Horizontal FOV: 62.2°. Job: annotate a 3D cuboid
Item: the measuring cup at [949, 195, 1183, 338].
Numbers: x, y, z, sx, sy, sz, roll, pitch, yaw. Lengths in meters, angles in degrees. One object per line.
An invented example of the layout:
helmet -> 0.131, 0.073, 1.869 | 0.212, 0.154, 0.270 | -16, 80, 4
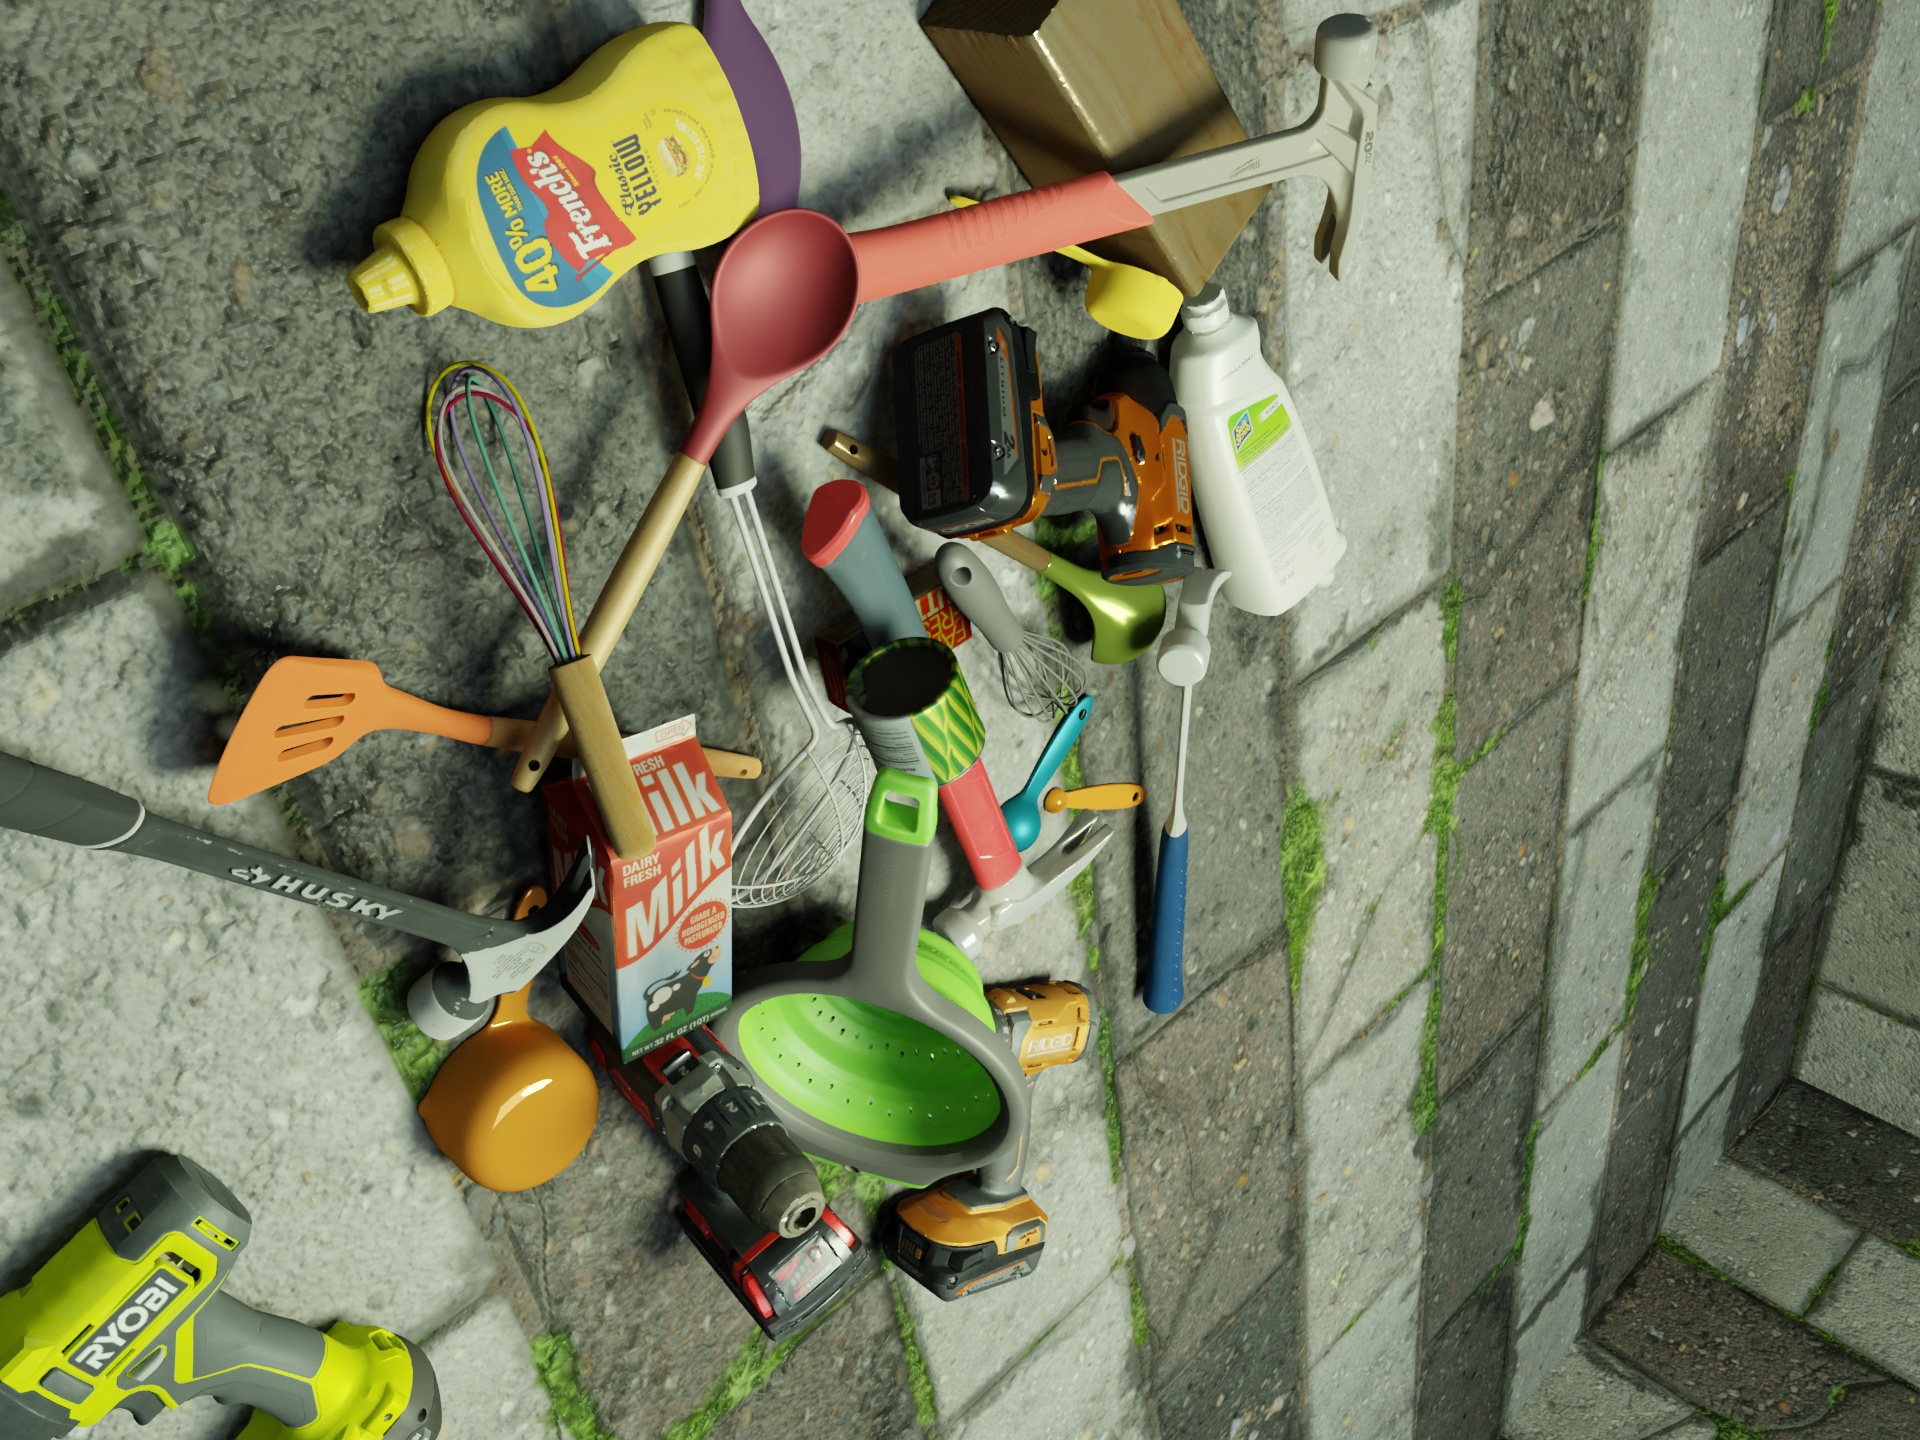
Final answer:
measuring cup -> 0.058, -0.261, 0.924 | 0.156, 0.062, 0.029 | 18, 91, -24

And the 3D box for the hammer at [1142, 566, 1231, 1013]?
hammer -> 0.166, 0.068, 1.207 | 0.144, 0.035, 0.405 | -68, 161, -49

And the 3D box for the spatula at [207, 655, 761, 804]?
spatula -> -0.219, 0.014, 0.810 | 0.322, 0.041, 0.081 | 11, 119, -50

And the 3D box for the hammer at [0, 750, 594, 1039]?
hammer -> -0.339, 0.048, 0.674 | 0.149, 0.036, 0.408 | -36, 140, 23

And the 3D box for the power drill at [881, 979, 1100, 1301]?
power drill -> 0.007, 0.305, 1.171 | 0.185, 0.084, 0.226 | 3, 104, -46

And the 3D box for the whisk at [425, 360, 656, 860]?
whisk -> -0.194, -0.048, 0.748 | 0.047, 0.051, 0.245 | -20, 103, -11

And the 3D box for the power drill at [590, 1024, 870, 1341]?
power drill -> -0.124, 0.273, 0.938 | 0.080, 0.188, 0.226 | -36, 137, -21

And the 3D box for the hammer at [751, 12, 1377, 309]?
hammer -> 0.055, -0.261, 0.847 | 0.359, 0.037, 0.149 | -19, 140, -11

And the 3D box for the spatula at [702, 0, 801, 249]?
spatula -> -0.115, -0.374, 0.729 | 0.060, 0.018, 0.315 | -32, 132, -31

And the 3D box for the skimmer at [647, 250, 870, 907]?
skimmer -> -0.125, -0.066, 0.856 | 0.127, 0.090, 0.363 | -42, 124, -49

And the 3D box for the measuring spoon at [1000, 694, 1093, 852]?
measuring spoon -> 0.065, 0.040, 1.130 | 0.042, 0.021, 0.128 | 34, 85, -47

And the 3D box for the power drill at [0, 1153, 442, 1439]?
power drill -> -0.382, 0.338, 0.790 | 0.171, 0.080, 0.223 | -47, 133, -19

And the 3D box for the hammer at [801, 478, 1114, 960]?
hammer -> -0.002, -0.003, 0.983 | 0.143, 0.038, 0.385 | -38, 137, -15

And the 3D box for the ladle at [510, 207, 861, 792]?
ladle -> -0.142, -0.104, 0.777 | 0.069, 0.031, 0.315 | 28, 93, -19

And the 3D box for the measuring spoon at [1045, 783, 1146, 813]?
measuring spoon -> 0.105, 0.059, 1.190 | 0.116, 0.011, 0.021 | 0, 110, -46

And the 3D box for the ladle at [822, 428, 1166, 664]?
ladle -> 0.026, -0.112, 1.005 | 0.319, 0.062, 0.078 | 24, 85, -42

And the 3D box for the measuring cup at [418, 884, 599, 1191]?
measuring cup -> -0.235, 0.178, 0.869 | 0.095, 0.052, 0.173 | -4, 115, -45

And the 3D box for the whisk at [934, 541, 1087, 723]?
whisk -> 0.031, -0.054, 0.990 | 0.055, 0.055, 0.238 | -57, 153, -7

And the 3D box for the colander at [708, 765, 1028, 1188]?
colander -> -0.039, 0.138, 0.947 | 0.396, 0.204, 0.095 | 99, 8, -47

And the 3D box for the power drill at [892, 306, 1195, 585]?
power drill -> 0.061, -0.174, 0.957 | 0.226, 0.084, 0.164 | 5, 79, -49
